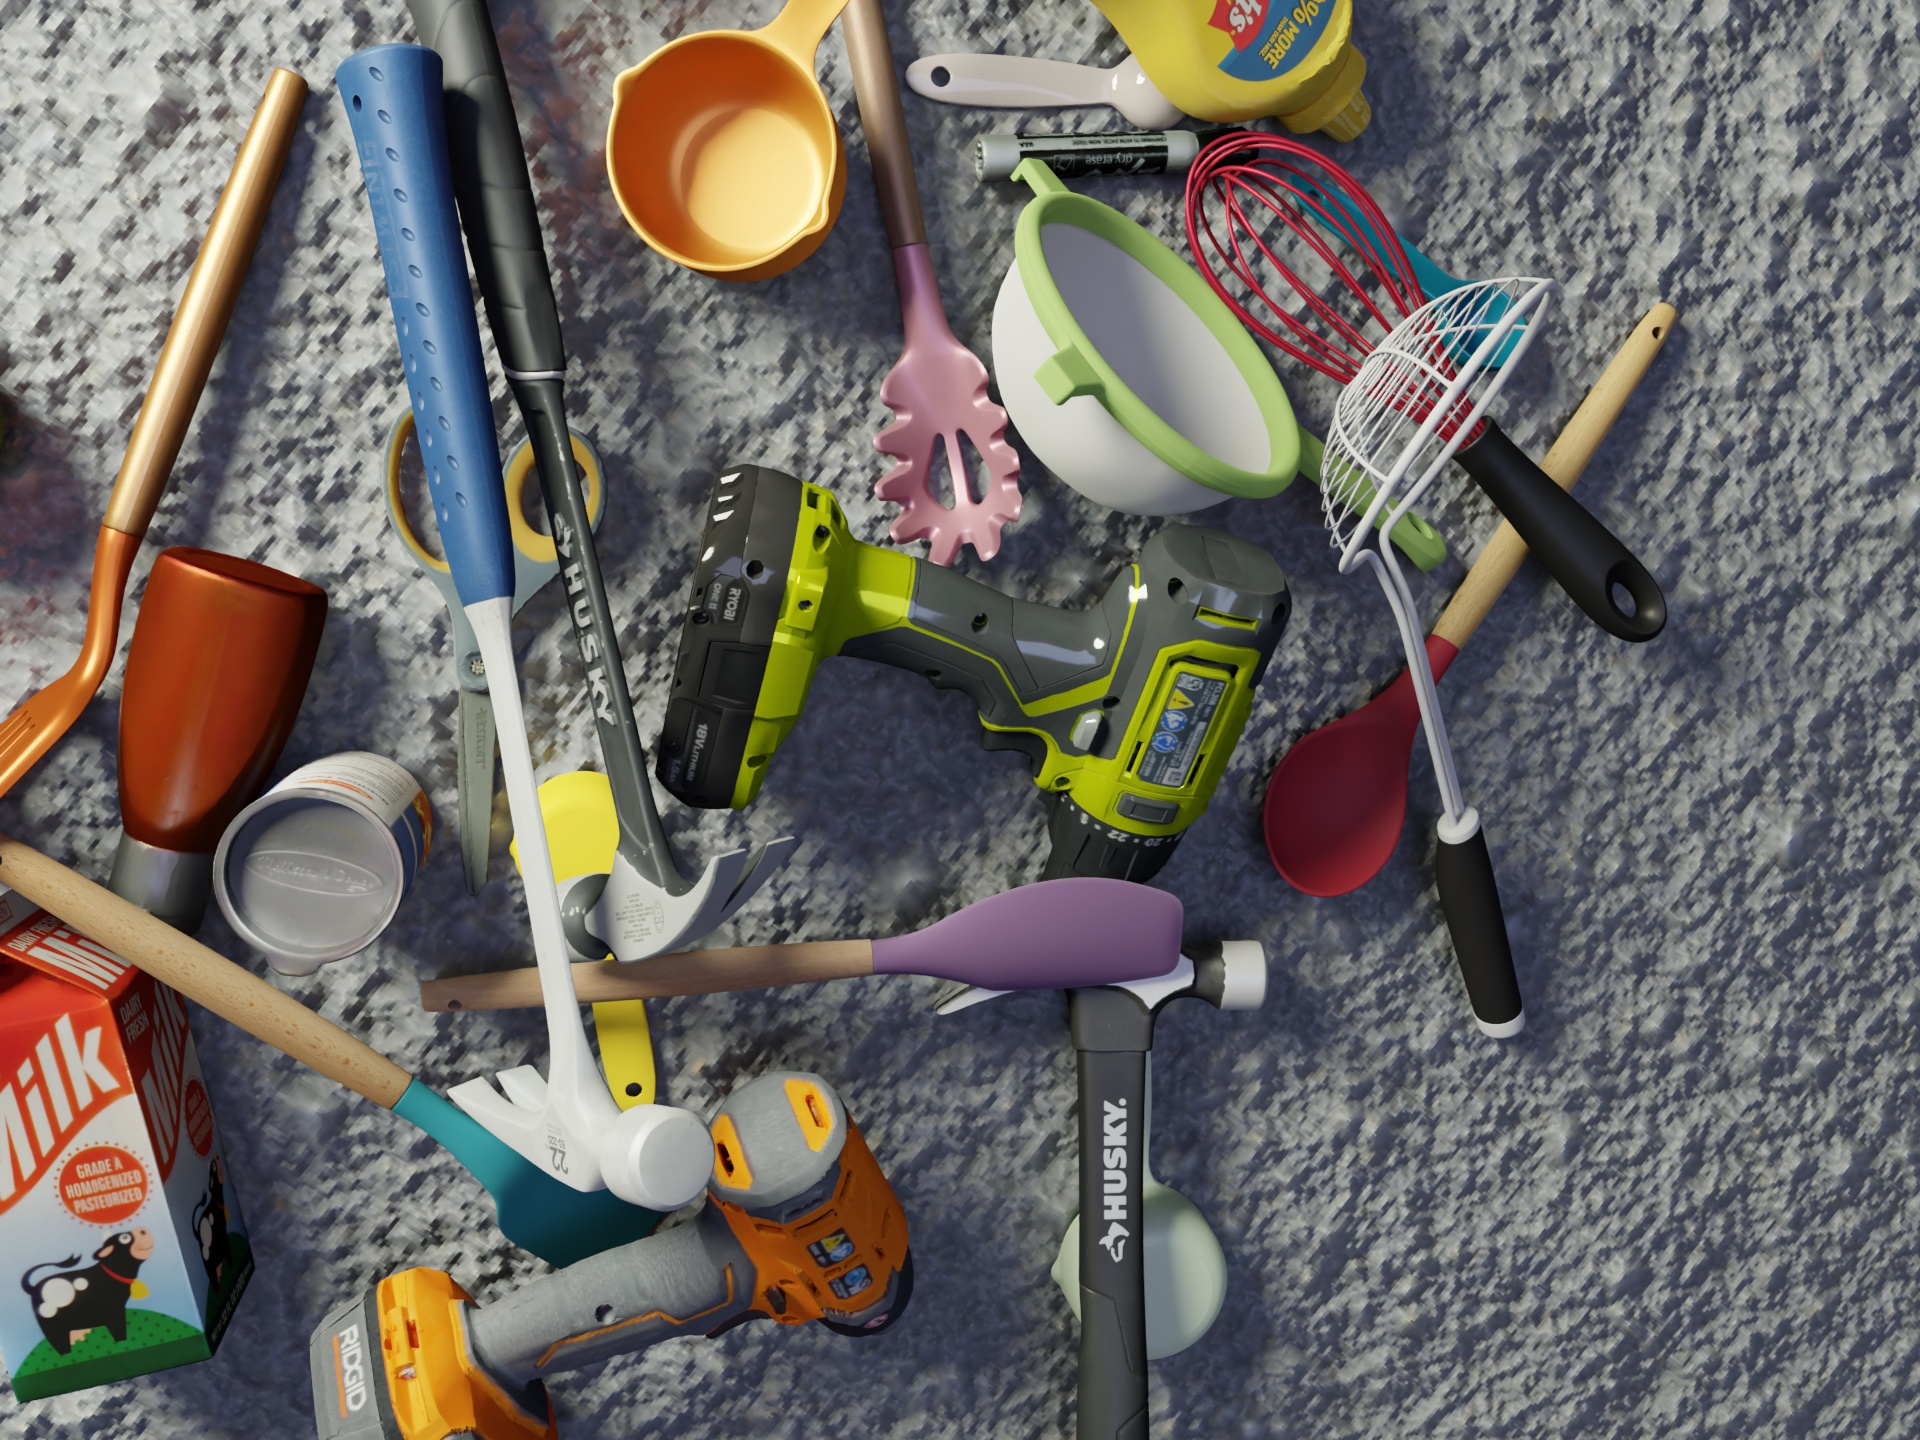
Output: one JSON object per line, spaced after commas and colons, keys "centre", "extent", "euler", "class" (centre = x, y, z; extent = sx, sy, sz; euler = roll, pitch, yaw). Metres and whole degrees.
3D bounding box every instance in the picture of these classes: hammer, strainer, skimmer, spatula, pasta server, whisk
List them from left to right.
{"centre": [-0.317, -0.097, 0.599], "extent": [0.041, 0.081, 0.322], "euler": [21, 90, -37], "class": "spatula"}
{"centre": [-0.246, 0.132, 0.636], "extent": [0.317, 0.044, 0.082], "euler": [38, 93, -18], "class": "spatula"}
{"centre": [-0.172, -0.031, 0.575], "extent": [0.035, 0.144, 0.405], "euler": [-12, 94, -41], "class": "hammer"}
{"centre": [-0.152, -0.112, 0.585], "extent": [0.036, 0.149, 0.409], "euler": [-13, 89, -40], "class": "hammer"}
{"centre": [-0.062, 0.099, 0.662], "extent": [0.316, 0.018, 0.059], "euler": [-5, 122, -5], "class": "spatula"}
{"centre": [-0.027, -0.219, 0.642], "extent": [0.060, 0.040, 0.316], "euler": [-10, 100, 10], "class": "pasta server"}
{"centre": [0.061, 0.262, 0.692], "extent": [0.146, 0.035, 0.335], "euler": [1, 85, -4], "class": "hammer"}
{"centre": [0.103, -0.114, 0.669], "extent": [0.256, 0.152, 0.069], "euler": [28, 130, -31], "class": "strainer"}
{"centre": [0.204, -0.134, 0.678], "extent": [0.295, 0.073, 0.073], "euler": [42, 89, -14], "class": "whisk"}
{"centre": [0.222, -0.001, 0.658], "extent": [0.127, 0.090, 0.363], "euler": [-43, 124, -36], "class": "skimmer"}

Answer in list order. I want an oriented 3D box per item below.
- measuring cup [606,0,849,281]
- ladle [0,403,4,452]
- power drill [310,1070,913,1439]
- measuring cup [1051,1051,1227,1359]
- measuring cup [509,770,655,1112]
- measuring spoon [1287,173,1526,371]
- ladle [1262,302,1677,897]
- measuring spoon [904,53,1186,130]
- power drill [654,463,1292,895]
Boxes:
{"centre": [-0.064, -0.249, 0.612], "extent": [0.095, 0.052, 0.173], "euler": [35, 96, 0], "class": "measuring cup"}
{"centre": [-0.414, -0.225, 0.558], "extent": [0.078, 0.062, 0.320], "euler": [-13, 98, -6], "class": "ladle"}
{"centre": [-0.127, 0.252, 0.662], "extent": [0.226, 0.084, 0.164], "euler": [-27, 133, -7], "class": "power drill"}
{"centre": [0.084, 0.214, 0.728], "extent": [0.083, 0.038, 0.167], "euler": [-5, 102, -10], "class": "measuring cup"}
{"centre": [-0.150, 0.099, 0.670], "extent": [0.062, 0.029, 0.156], "euler": [-11, 99, -9], "class": "measuring cup"}
{"centre": [0.192, -0.196, 0.701], "extent": [0.128, 0.021, 0.042], "euler": [35, 67, -5], "class": "measuring spoon"}
{"centre": [0.234, -0.058, 0.723], "extent": [0.069, 0.031, 0.315], "euler": [34, 89, -12], "class": "ladle"}
{"centre": [0.039, -0.264, 0.657], "extent": [0.124, 0.018, 0.034], "euler": [-2, 99, -11], "class": "measuring spoon"}
{"centre": [-0.001, -0.002, 0.645], "extent": [0.228, 0.080, 0.190], "euler": [12, 123, -11], "class": "power drill"}
